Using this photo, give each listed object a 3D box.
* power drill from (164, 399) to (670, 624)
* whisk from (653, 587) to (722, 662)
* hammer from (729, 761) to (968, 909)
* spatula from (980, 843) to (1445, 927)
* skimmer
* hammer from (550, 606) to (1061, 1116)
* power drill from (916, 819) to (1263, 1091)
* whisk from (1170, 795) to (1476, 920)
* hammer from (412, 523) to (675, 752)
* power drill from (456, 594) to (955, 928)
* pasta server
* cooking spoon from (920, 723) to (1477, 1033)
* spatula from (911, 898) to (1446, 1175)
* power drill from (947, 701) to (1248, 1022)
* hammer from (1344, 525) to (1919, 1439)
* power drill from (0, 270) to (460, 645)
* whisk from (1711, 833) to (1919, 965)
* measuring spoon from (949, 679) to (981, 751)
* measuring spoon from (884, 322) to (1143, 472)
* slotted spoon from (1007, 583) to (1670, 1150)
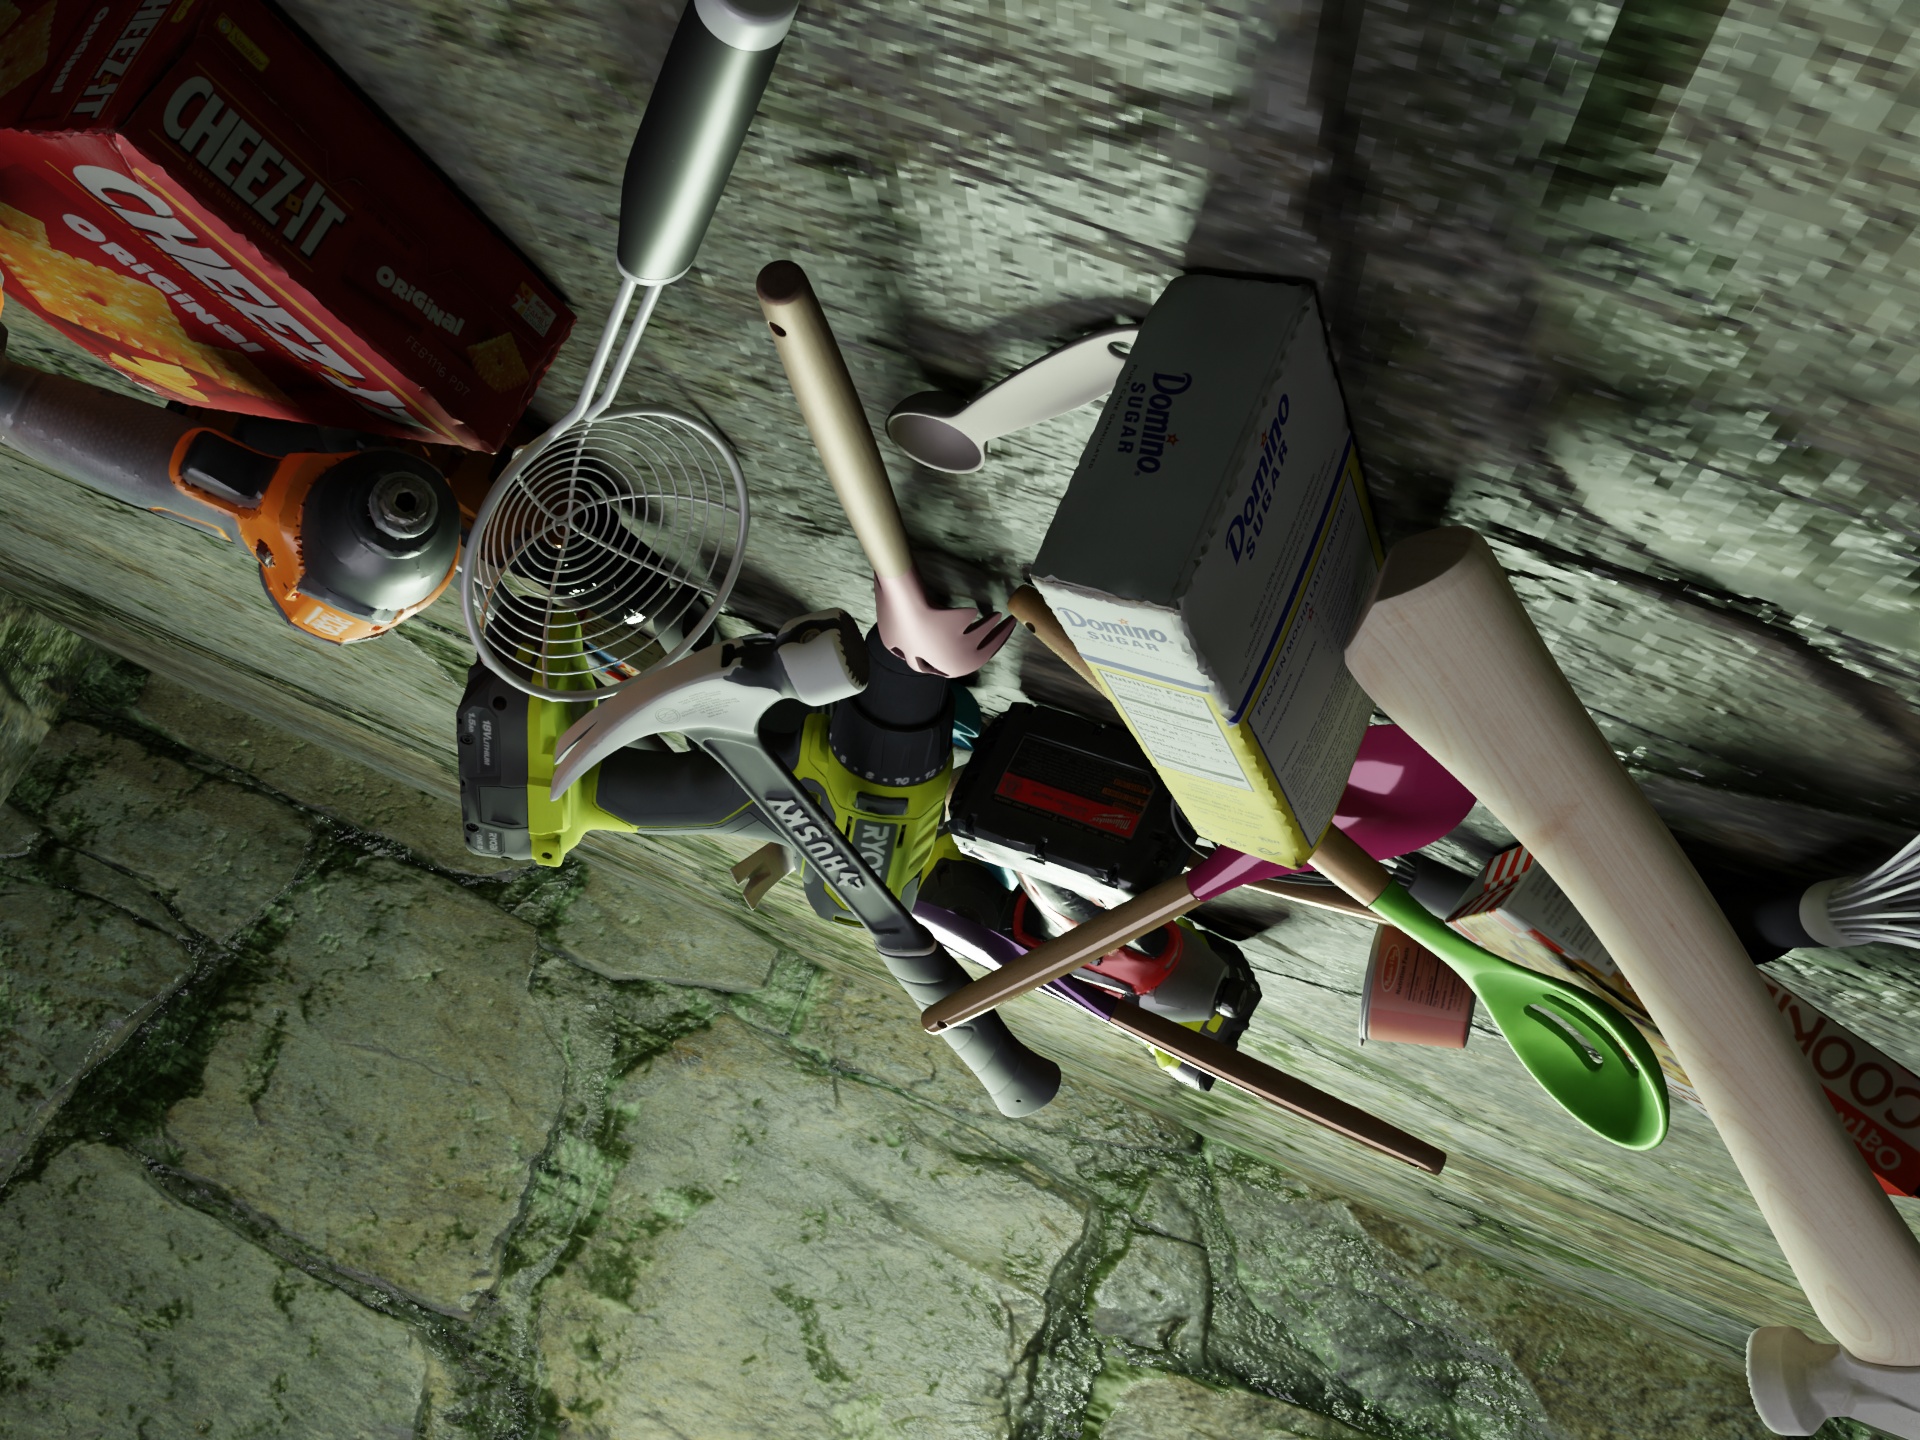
[{"bbox_3d":[-0.264,-0.107,0.776,0.226,0.084,0.185,7,160,37],"label":"power drill"},{"bbox_3d":[-0.137,-0.002,0.972,0.073,0.073,0.295,21,159,16],"label":"whisk"},{"bbox_3d":[-0.052,0.062,1.000,0.031,0.130,0.331,60,151,-4],"label":"hammer"},{"bbox_3d":[0.143,0.090,0.863,0.318,0.044,0.082,12,150,38],"label":"spatula"},{"bbox_3d":[-0.092,-0.095,0.507,0.090,0.127,0.363,57,155,0],"label":"skimmer"},{"bbox_3d":[-0.040,0.100,0.775,0.149,0.036,0.408,-17,138,15],"label":"hammer"},{"bbox_3d":[0.074,0.149,1.031,0.223,0.080,0.171,26,-170,-5],"label":"power drill"},{"bbox_3d":[0.200,0.073,0.713,0.239,0.055,0.055,24,166,-12],"label":"whisk"},{"bbox_3d":[-0.238,-0.025,0.987,0.146,0.035,0.334,19,156,39],"label":"hammer"},{"bbox_3d":[-0.115,0.011,0.762,0.228,0.080,0.190,9,134,-5],"label":"power drill"},{"bbox_3d":[-0.025,-0.072,0.548,0.060,0.040,0.316,22,168,12],"label":"pasta server"},{"bbox_3d":[0.086,0.082,0.696,0.068,0.017,0.319,41,132,-17],"label":"cooking spoon"},{"bbox_3d":[0.104,0.163,0.835,0.316,0.018,0.059,25,155,8],"label":"spatula"},{"bbox_3d":[0.077,0.091,0.827,0.143,0.079,0.219,18,153,22],"label":"power drill"},{"bbox_3d":[0.250,0.101,0.494,0.146,0.038,0.410,-20,119,40],"label":"hammer"},{"bbox_3d":[-0.285,-0.099,0.553,0.226,0.084,0.164,26,164,-26],"label":"power drill"},{"bbox_3d":[0.293,0.058,0.495,0.070,0.070,0.284,23,171,6],"label":"whisk"},{"bbox_3d":[-0.001,-0.003,0.842,0.042,0.021,0.128,24,175,10],"label":"measuring spoon"},{"bbox_3d":[0.019,-0.100,0.473,0.034,0.018,0.124,30,158,-28],"label":"measuring spoon"},{"bbox_3d":[0.141,0.048,0.610,0.314,0.031,0.070,40,157,9],"label":"slotted spoon"}]
